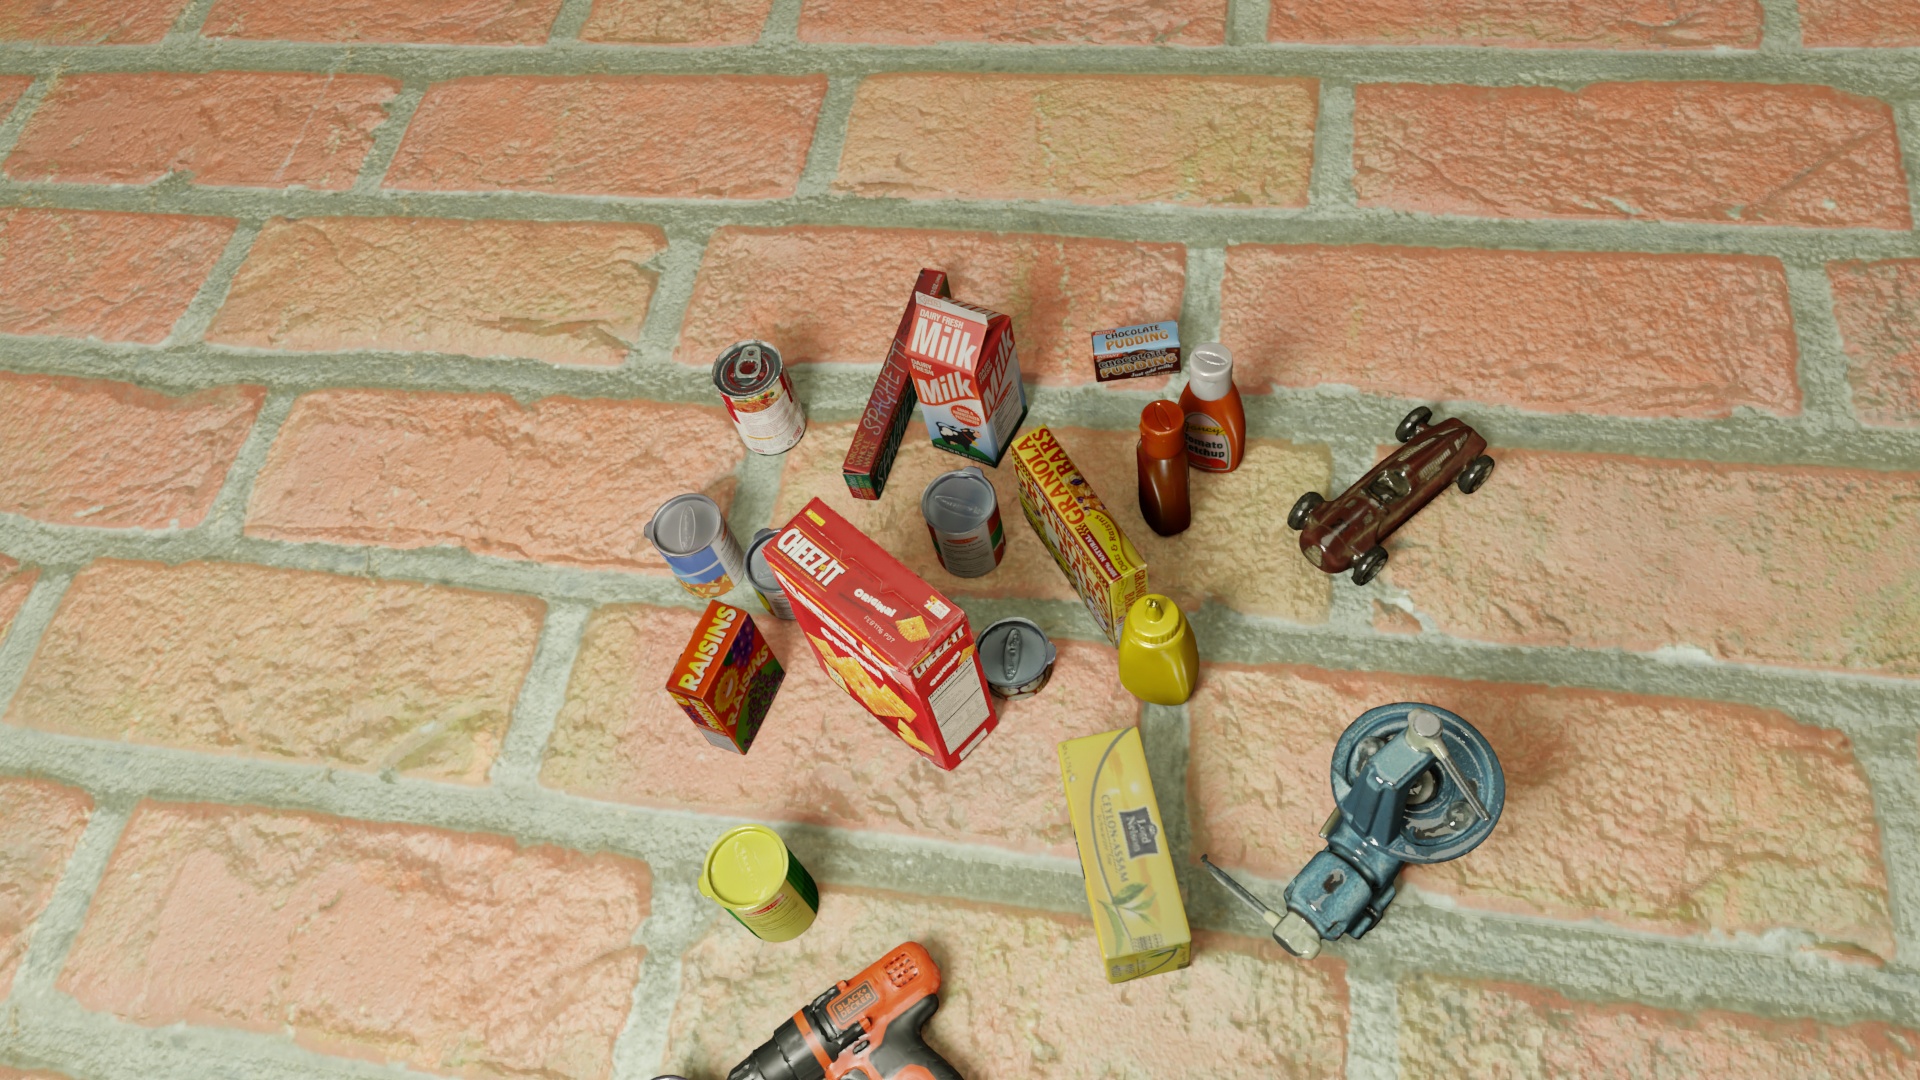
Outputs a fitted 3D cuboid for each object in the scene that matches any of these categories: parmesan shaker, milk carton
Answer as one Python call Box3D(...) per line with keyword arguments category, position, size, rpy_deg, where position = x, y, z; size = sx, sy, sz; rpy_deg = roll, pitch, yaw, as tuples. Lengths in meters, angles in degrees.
Box3D(category="parmesan shaker", position=(-0.157, 0.271, 1.088), size=(0.071, 0.102, 0.071), rpy_deg=(-4, 60, 7))
Box3D(category="milk carton", position=(0.005, -0.154, 1.261), size=(0.072, 0.189, 0.074), rpy_deg=(21, 66, 20))

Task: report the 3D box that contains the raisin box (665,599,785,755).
Box3D(category="raisin box", position=(-0.196, 0.117, 1.173), size=(0.040, 0.123, 0.086), rpy_deg=(17, 64, 18))

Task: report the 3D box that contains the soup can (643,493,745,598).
Box3D(category="soup can", position=(-0.241, 0.006, 1.269), size=(0.071, 0.083, 0.071), rpy_deg=(-4, 60, 7))

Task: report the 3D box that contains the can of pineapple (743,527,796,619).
Box3D(category="can of pineapple", position=(-0.157, 0.029, 1.257), size=(0.071, 0.057, 0.071), rpy_deg=(-4, 59, 7))

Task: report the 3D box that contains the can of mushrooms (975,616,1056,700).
Box3D(category="can of mushrooms", position=(0.048, 0.102, 1.195), size=(0.071, 0.033, 0.071), rpy_deg=(-4, 59, 7))

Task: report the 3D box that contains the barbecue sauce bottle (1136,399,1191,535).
Box3D(category="barbecue sauce bottle", position=(0.176, -0.065, 1.206), size=(0.044, 0.148, 0.065), rpy_deg=(-18, 59, -1))

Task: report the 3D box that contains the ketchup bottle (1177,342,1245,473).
Box3D(category="ketchup bottle", position=(0.221, -0.117, 1.229), size=(0.065, 0.148, 0.044), rpy_deg=(18, 65, 18))

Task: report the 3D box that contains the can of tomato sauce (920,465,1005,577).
Box3D(category="can of tomato sauce", position=(0.004, -0.016, 1.243), size=(0.071, 0.082, 0.071), rpy_deg=(-4, 60, 7))

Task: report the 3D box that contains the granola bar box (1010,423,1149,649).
Box3D(category="granola bar box", position=(0.103, -0.002, 1.195), size=(0.039, 0.123, 0.166), rpy_deg=(-28, 60, -7))

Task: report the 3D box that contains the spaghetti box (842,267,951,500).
Box3D(category="spaghetti box", position=(-0.059, -0.154, 1.353), size=(0.029, 0.050, 0.251), rpy_deg=(11, 62, 15))

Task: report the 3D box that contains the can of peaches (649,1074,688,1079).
Box3D(category="can of peaches", position=(-0.208, 0.436, 1.026), size=(0.071, 0.057, 0.071), rpy_deg=(-4, 59, 7))

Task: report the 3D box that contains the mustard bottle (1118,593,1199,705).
Box3D(category="mustard bottle", position=(0.159, 0.082, 1.115), size=(0.065, 0.159, 0.049), rpy_deg=(13, 63, 16))

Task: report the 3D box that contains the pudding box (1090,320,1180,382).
Box3D(category="pudding box", position=(0.169, -0.181, 1.333), size=(0.084, 0.049, 0.030), rpy_deg=(-6, 59, 6))
